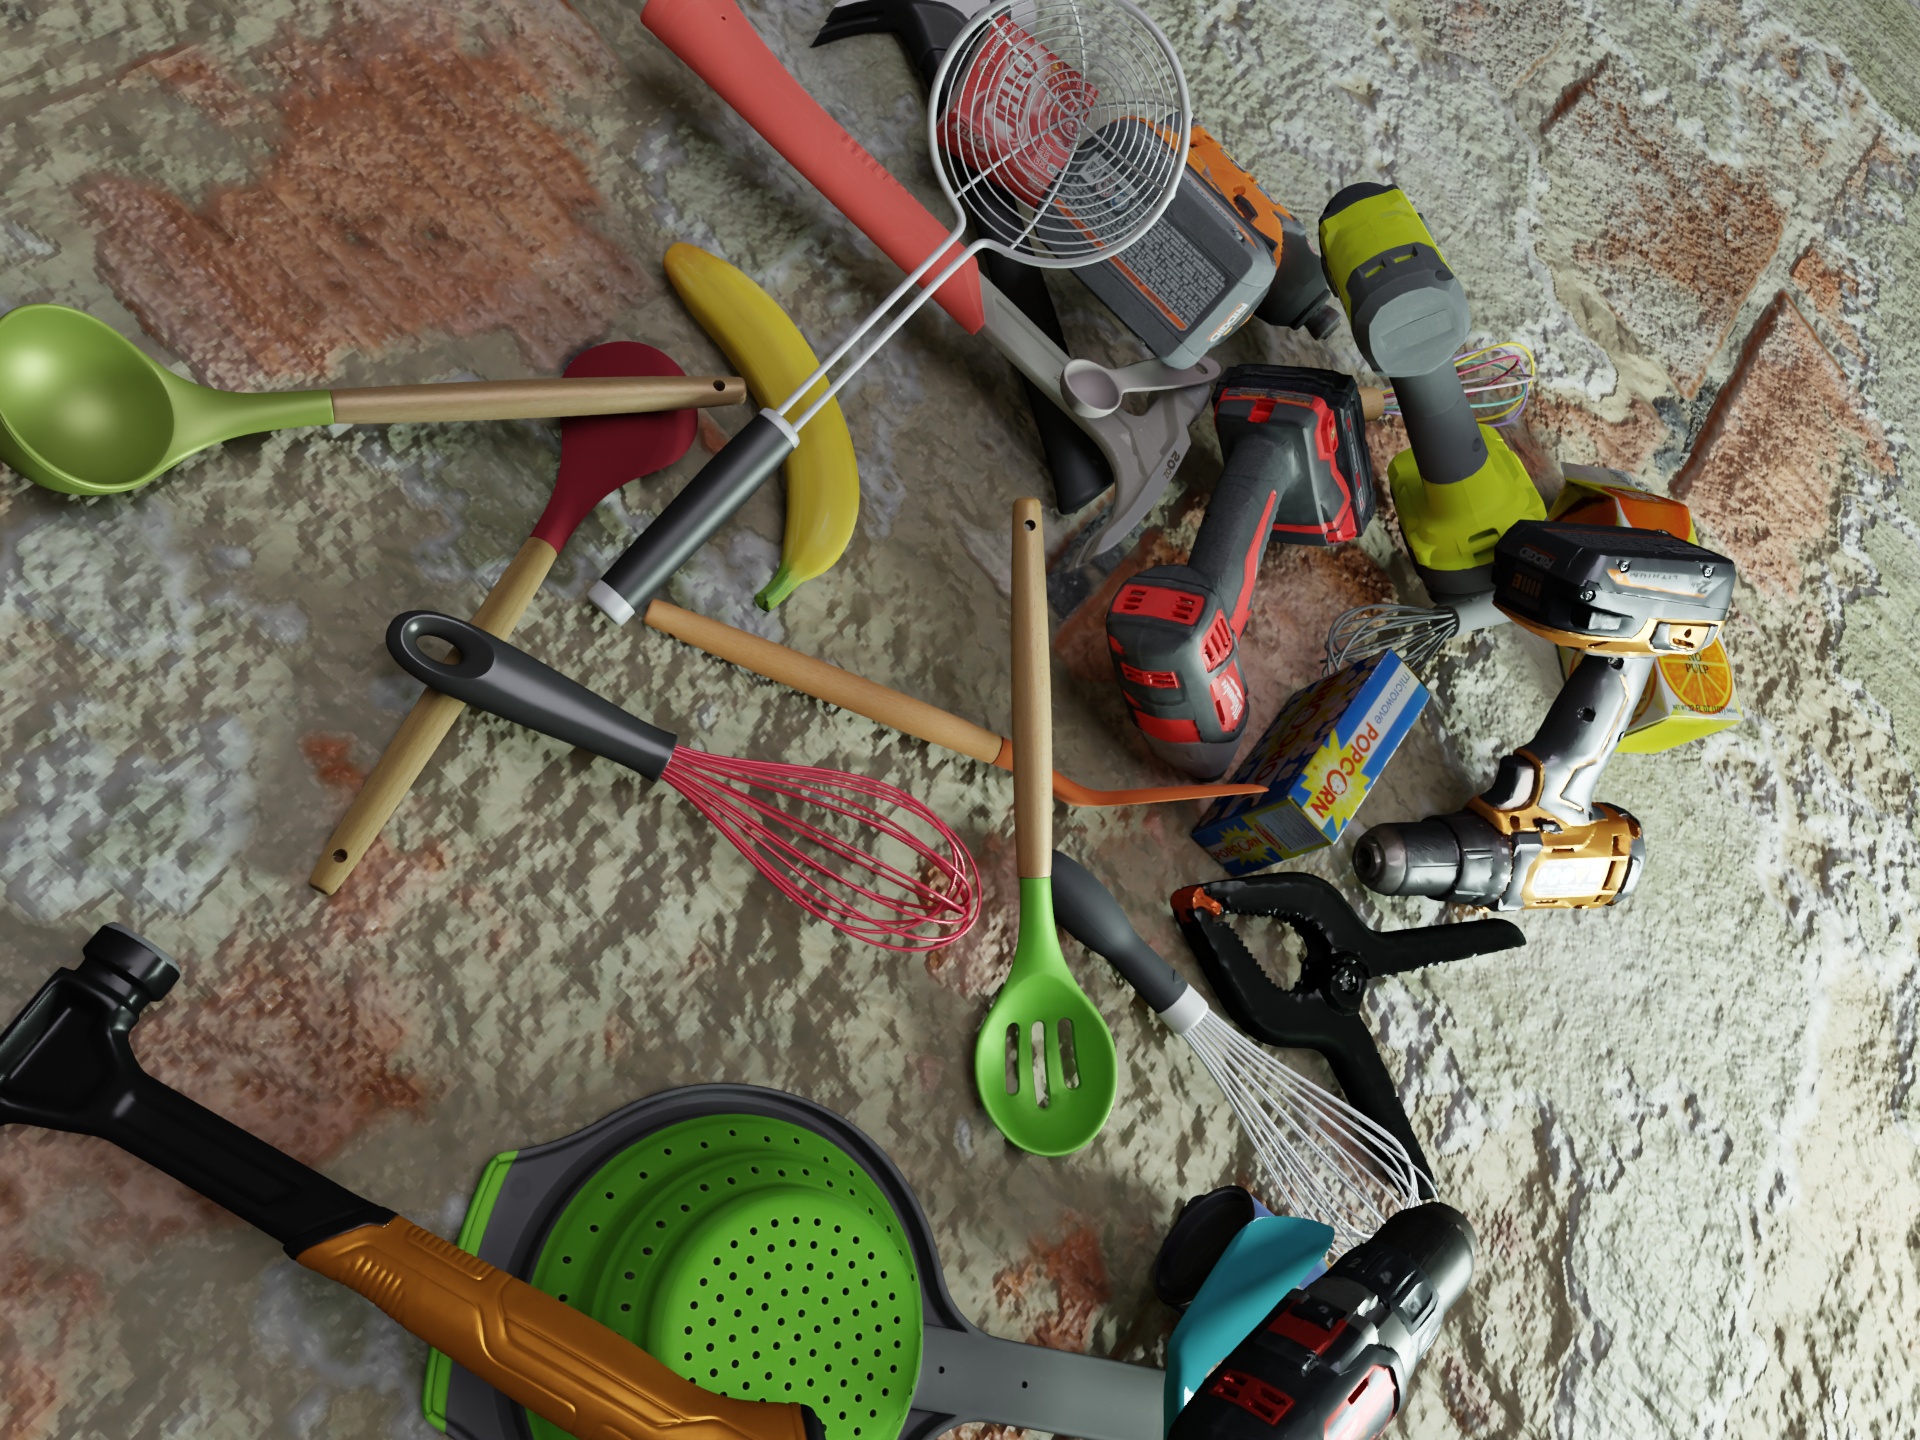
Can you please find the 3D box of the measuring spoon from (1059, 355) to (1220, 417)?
[{"bbox_3d":[0.097,-0.180,0.854,0.124,0.018,0.034,-19,71,-40],"label":"measuring spoon"}]

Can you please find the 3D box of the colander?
[{"bbox_3d":[-0.011,0.271,0.667,0.396,0.094,0.205,19,65,-21],"label":"colander"}]

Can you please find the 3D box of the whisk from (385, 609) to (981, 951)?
[{"bbox_3d":[-0.115,0.026,0.710,0.295,0.073,0.073,28,62,-18],"label":"whisk"}]

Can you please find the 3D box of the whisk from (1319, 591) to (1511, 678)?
[{"bbox_3d":[0.302,-0.059,0.982,0.239,0.055,0.055,-18,82,-36],"label":"whisk"}]

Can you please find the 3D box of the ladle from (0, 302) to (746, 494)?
[{"bbox_3d":[-0.244,-0.142,0.689,0.320,0.062,0.078,-8,80,-25],"label":"ladle"}]

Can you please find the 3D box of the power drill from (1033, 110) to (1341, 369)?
[{"bbox_3d":[0.141,-0.267,0.898,0.164,0.084,0.226,45,29,0],"label":"power drill"}]

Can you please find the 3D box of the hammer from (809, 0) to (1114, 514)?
[{"bbox_3d":[0.020,-0.275,0.910,0.146,0.035,0.335,-11,78,-32],"label":"hammer"}]

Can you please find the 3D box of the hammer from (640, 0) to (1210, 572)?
[{"bbox_3d":[-0.024,-0.241,0.830,0.359,0.036,0.149,41,58,-12],"label":"hammer"}]

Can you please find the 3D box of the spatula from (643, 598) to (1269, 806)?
[{"bbox_3d":[-0.001,-0.003,0.797,0.322,0.081,0.041,22,81,-15],"label":"spatula"}]

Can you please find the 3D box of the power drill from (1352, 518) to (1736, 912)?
[{"bbox_3d":[0.322,0.006,0.896,0.185,0.084,0.226,1,113,-22],"label":"power drill"}]

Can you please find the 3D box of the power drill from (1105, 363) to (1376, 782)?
[{"bbox_3d":[0.152,-0.077,0.865,0.220,0.079,0.143,-61,146,-28],"label":"power drill"}]

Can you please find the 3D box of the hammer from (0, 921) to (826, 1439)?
[{"bbox_3d":[-0.201,0.200,0.558,0.337,0.034,0.127,26,60,6],"label":"hammer"}]

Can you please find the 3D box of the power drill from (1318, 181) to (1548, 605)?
[{"bbox_3d":[0.266,-0.193,0.914,0.223,0.080,0.171,58,20,-35],"label":"power drill"}]

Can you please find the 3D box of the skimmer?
[{"bbox_3d":[-0.041,-0.185,0.737,0.127,0.090,0.363,43,81,-6],"label":"skimmer"}]

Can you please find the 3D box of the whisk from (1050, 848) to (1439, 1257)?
[{"bbox_3d":[0.135,0.169,0.809,0.284,0.070,0.070,46,58,-1],"label":"whisk"}]

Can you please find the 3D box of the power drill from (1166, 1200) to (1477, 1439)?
[{"bbox_3d":[0.174,0.339,0.695,0.188,0.080,0.226,-27,115,-40],"label":"power drill"}]

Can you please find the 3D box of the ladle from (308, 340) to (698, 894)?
[{"bbox_3d":[-0.203,-0.059,0.720,0.069,0.031,0.316,31,63,-13],"label":"ladle"}]

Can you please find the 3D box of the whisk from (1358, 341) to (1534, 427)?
[{"bbox_3d":[0.282,-0.211,1.026,0.245,0.047,0.051,-13,62,-27],"label":"whisk"}]

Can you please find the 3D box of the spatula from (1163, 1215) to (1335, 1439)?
[{"bbox_3d":[0.092,0.367,0.682,0.082,0.044,0.317,26,75,-47],"label":"spatula"}]

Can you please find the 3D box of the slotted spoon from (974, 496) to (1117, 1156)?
[{"bbox_3d":[0.037,0.049,0.767,0.070,0.031,0.314,-2,89,-10],"label":"slotted spoon"}]
